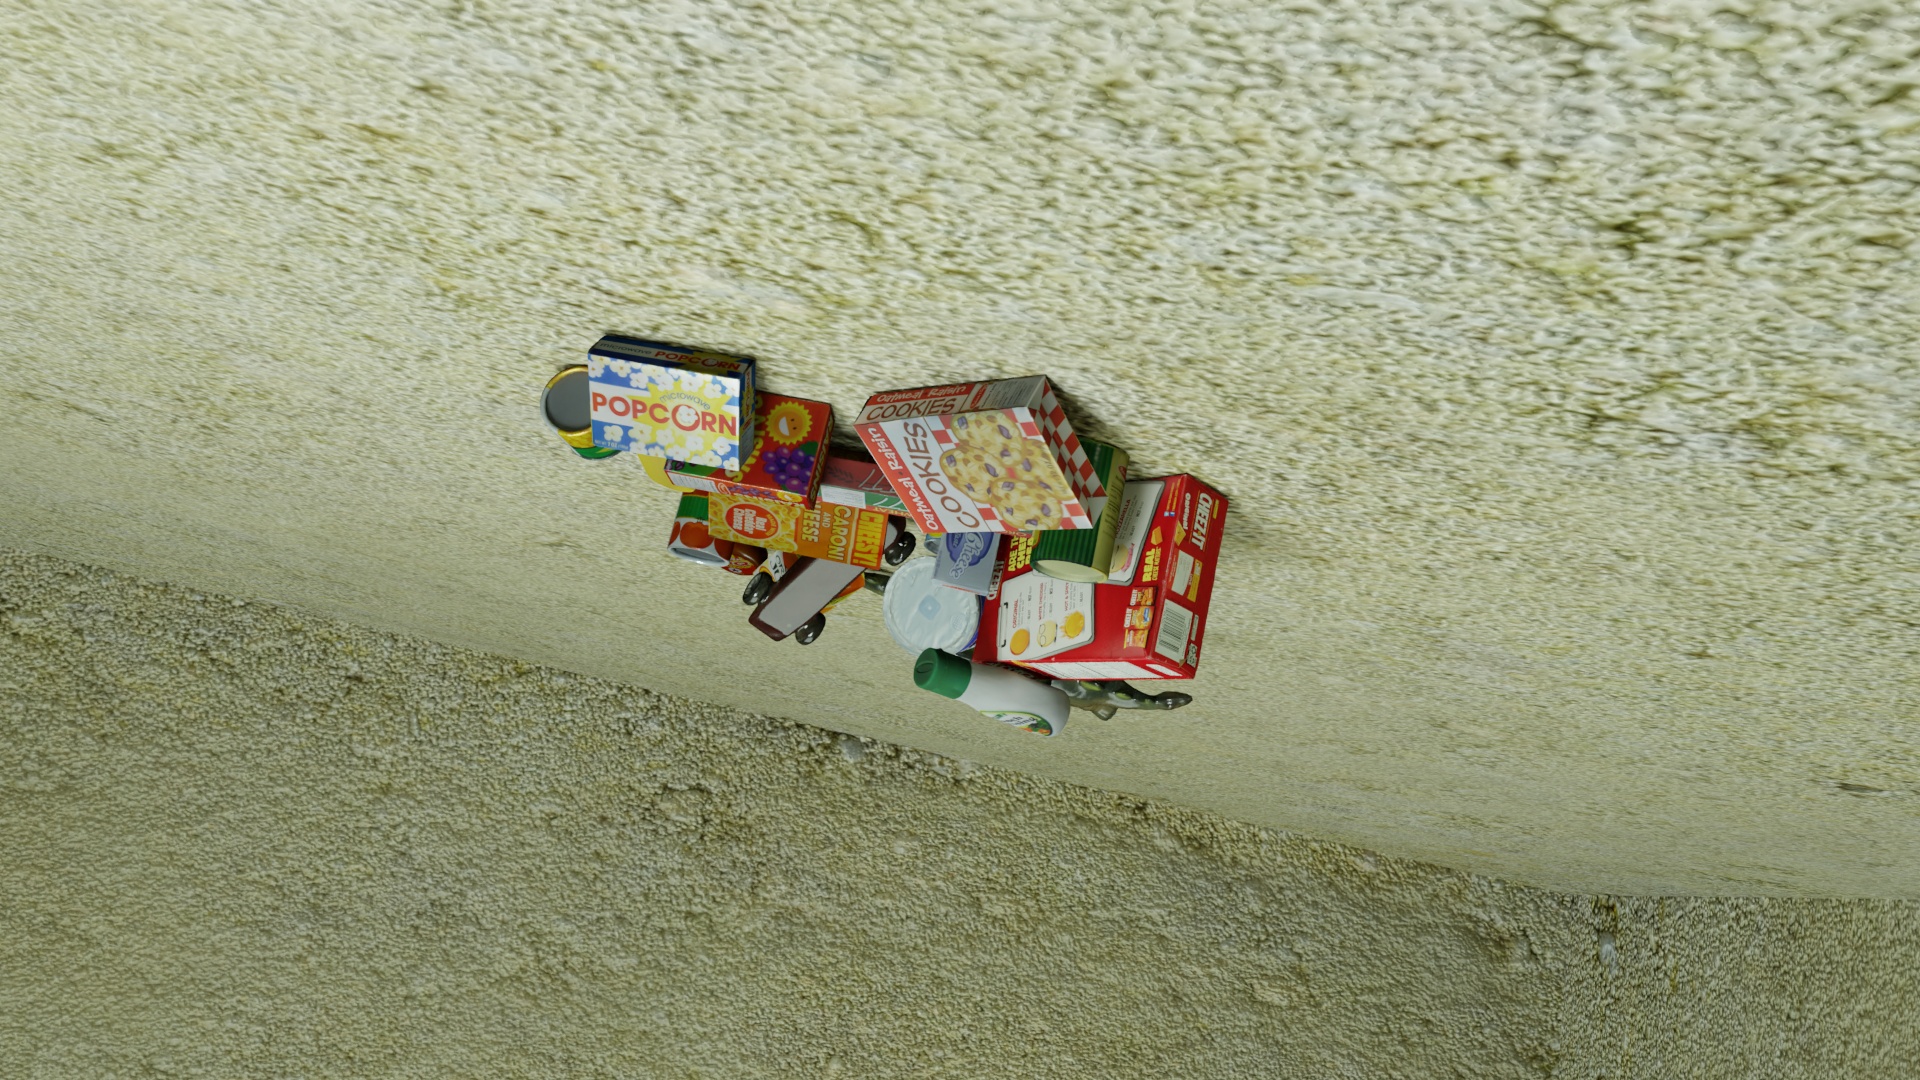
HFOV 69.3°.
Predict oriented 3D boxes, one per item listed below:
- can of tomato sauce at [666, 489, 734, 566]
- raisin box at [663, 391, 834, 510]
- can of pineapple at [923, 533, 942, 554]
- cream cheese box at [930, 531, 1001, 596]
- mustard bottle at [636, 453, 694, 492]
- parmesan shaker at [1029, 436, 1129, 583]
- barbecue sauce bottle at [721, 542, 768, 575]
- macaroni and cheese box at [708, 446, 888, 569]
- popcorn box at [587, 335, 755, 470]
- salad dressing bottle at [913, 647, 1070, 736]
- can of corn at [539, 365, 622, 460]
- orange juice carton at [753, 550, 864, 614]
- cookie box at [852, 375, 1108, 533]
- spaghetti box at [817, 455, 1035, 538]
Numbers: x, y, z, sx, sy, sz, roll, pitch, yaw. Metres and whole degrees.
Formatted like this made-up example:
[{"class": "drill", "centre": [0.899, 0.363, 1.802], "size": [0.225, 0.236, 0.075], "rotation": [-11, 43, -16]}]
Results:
[{"class": "can of tomato sauce", "centre": [-0.257, -0.022, 1.425], "size": [0.071, 0.083, 0.071], "rotation": [11, 164, 3]}, {"class": "raisin box", "centre": [-0.175, -0.079, 1.161], "size": [0.123, 0.086, 0.040], "rotation": [10, 162, 5]}, {"class": "can of pineapple", "centre": [0.005, -0.016, 1.302], "size": [0.071, 0.058, 0.071], "rotation": [11, 164, 3]}, {"class": "cream cheese box", "centre": [0.010, -0.006, 1.250], "size": [0.053, 0.104, 0.024], "rotation": [12, 168, 2]}, {"class": "mustard bottle", "centre": [-0.257, -0.101, 1.197], "size": [0.049, 0.065, 0.159], "rotation": [14, 156, 13]}, {"class": "parmesan shaker", "centre": [0.095, -0.024, 1.126], "size": [0.071, 0.103, 0.071], "rotation": [11, 164, 3]}, {"class": "barbecue sauce bottle", "centre": [-0.261, 0.000, 1.579], "size": [0.065, 0.044, 0.148], "rotation": [11, 164, 5]}, {"class": "macaroni and cheese box", "centre": [-0.147, -0.039, 1.289], "size": [0.166, 0.040, 0.123], "rotation": [11, 140, -1]}, {"class": "popcorn box", "centre": [-0.229, -0.109, 1.104], "size": [0.127, 0.038, 0.084], "rotation": [10, 123, 6]}, {"class": "salad dressing bottle", "centre": [0.028, 0.133, 1.222], "size": [0.147, 0.044, 0.064], "rotation": [23, 159, -30]}, {"class": "can of corn", "centre": [-0.318, -0.111, 1.196], "size": [0.071, 0.071, 0.058], "rotation": [9, 163, 10]}, {"class": "orange juice carton", "centre": [-0.163, 0.038, 1.528], "size": [0.072, 0.073, 0.192], "rotation": [-16, 172, -25]}, {"class": "cookie box", "centre": [0.015, -0.063, 1.079], "size": [0.167, 0.040, 0.122], "rotation": [-2, 134, 37]}, {"class": "spaghetti box", "centre": [-0.053, -0.041, 1.202], "size": [0.250, 0.029, 0.050], "rotation": [10, 162, 0]}]
